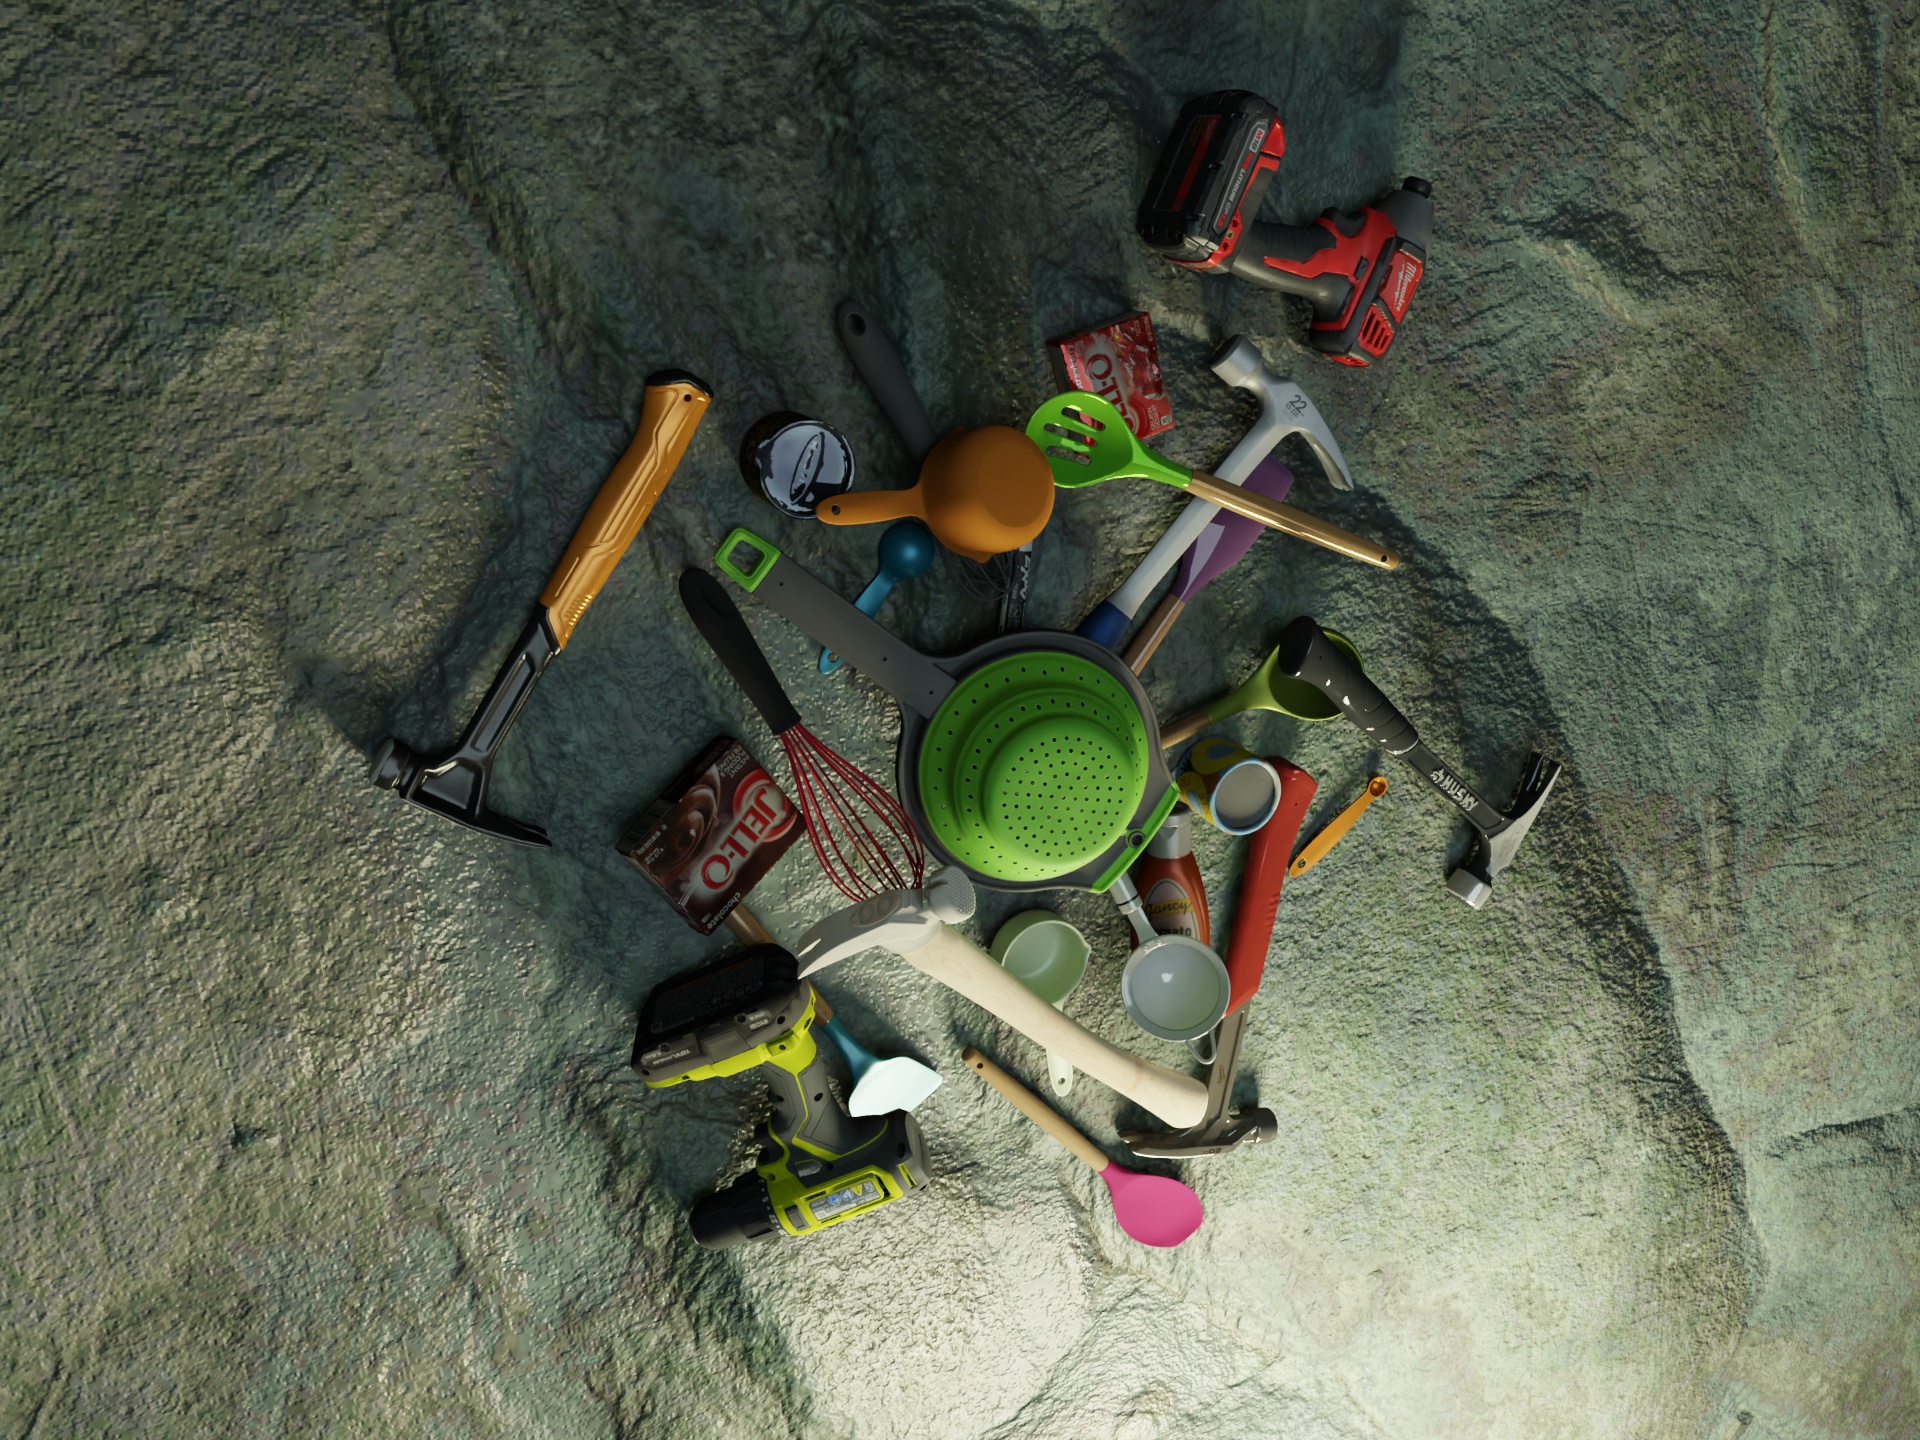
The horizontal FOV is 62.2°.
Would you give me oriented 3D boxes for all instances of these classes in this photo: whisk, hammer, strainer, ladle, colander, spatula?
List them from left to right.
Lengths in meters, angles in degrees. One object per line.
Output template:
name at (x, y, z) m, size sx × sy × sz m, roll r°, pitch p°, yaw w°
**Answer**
hammer at (-0.253, -0.078, 1.053) m, size 0.127 × 0.034 × 0.337 m, roll 29°, pitch 94°, yaw -27°
spatula at (-0.122, 0.206, 1.209) m, size 0.082 × 0.044 × 0.317 m, roll -38°, pitch 113°, yaw -6°
whisk at (-0.111, 0.020, 1.115) m, size 0.073 × 0.073 × 0.295 m, roll -34°, pitch 104°, yaw -9°
whisk at (-0.024, -0.184, 1.111) m, size 0.055 × 0.055 × 0.238 m, roll -34°, pitch 112°, yaw -9°
colander at (-0.002, -0.004, 1.116) m, size 0.396 × 0.095 × 0.204 m, roll 36°, pitch 94°, yaw -19°
hammer at (0.056, 0.233, 1.212) m, size 0.146 × 0.038 × 0.410 m, roll -26°, pitch 135°, yaw 28°
hammer at (0.130, -0.088, 1.199) m, size 0.144 × 0.035 × 0.405 m, roll 39°, pitch 92°, yaw -14°
strainer at (0.139, 0.150, 1.257) m, size 0.087 × 0.050 × 0.258 m, roll -27°, pitch 95°, yaw 13°
spatula at (0.152, -0.075, 1.233) m, size 0.059 × 0.018 × 0.316 m, roll 34°, pitch 91°, yaw -20°
ladle at (0.175, 0.010, 1.239) m, size 0.320 × 0.062 × 0.078 m, roll -24°, pitch 106°, yaw -17°
hammer at (0.233, 0.205, 1.350) m, size 0.149 × 0.037 × 0.359 m, roll 2°, pitch 106°, yaw -24°
hammer at (0.374, 0.022, 1.300) m, size 0.408 × 0.036 × 0.149 m, roll 34°, pitch 90°, yaw -41°

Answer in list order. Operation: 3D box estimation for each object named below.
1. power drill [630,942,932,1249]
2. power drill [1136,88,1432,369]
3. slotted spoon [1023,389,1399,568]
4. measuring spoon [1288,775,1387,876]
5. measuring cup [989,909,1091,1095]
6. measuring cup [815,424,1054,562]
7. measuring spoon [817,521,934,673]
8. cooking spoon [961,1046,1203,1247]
power drill at (-0.150, 0.293, 1.183) m, size 0.190 × 0.080 × 0.228 m, roll -22°, pitch 116°, yaw 7°
power drill at (0.249, -0.359, 1.150) m, size 0.219 × 0.079 × 0.143 m, roll 19°, pitch 99°, yaw -30°
slotted spoon at (0.186, -0.165, 1.158) m, size 0.313 × 0.031 × 0.070 m, roll 18°, pitch 108°, yaw -17°
measuring spoon at (0.322, 0.090, 1.366) m, size 0.117 × 0.011 × 0.021 m, roll -46°, pitch 118°, yaw 1°
measuring cup at (0.067, 0.228, 1.287) m, size 0.083 × 0.038 × 0.167 m, roll -17°, pitch 115°, yaw -17°
measuring cup at (-0.012, -0.150, 1.058) m, size 0.173 × 0.052 × 0.095 m, roll -12°, pitch 95°, yaw -36°
measuring spoon at (-0.061, -0.084, 1.137) m, size 0.042 × 0.021 × 0.128 m, roll 35°, pitch 91°, yaw -28°
cooking spoon at (0.105, 0.365, 1.358) m, size 0.069 × 0.017 × 0.318 m, roll -43°, pitch 118°, yaw 5°
